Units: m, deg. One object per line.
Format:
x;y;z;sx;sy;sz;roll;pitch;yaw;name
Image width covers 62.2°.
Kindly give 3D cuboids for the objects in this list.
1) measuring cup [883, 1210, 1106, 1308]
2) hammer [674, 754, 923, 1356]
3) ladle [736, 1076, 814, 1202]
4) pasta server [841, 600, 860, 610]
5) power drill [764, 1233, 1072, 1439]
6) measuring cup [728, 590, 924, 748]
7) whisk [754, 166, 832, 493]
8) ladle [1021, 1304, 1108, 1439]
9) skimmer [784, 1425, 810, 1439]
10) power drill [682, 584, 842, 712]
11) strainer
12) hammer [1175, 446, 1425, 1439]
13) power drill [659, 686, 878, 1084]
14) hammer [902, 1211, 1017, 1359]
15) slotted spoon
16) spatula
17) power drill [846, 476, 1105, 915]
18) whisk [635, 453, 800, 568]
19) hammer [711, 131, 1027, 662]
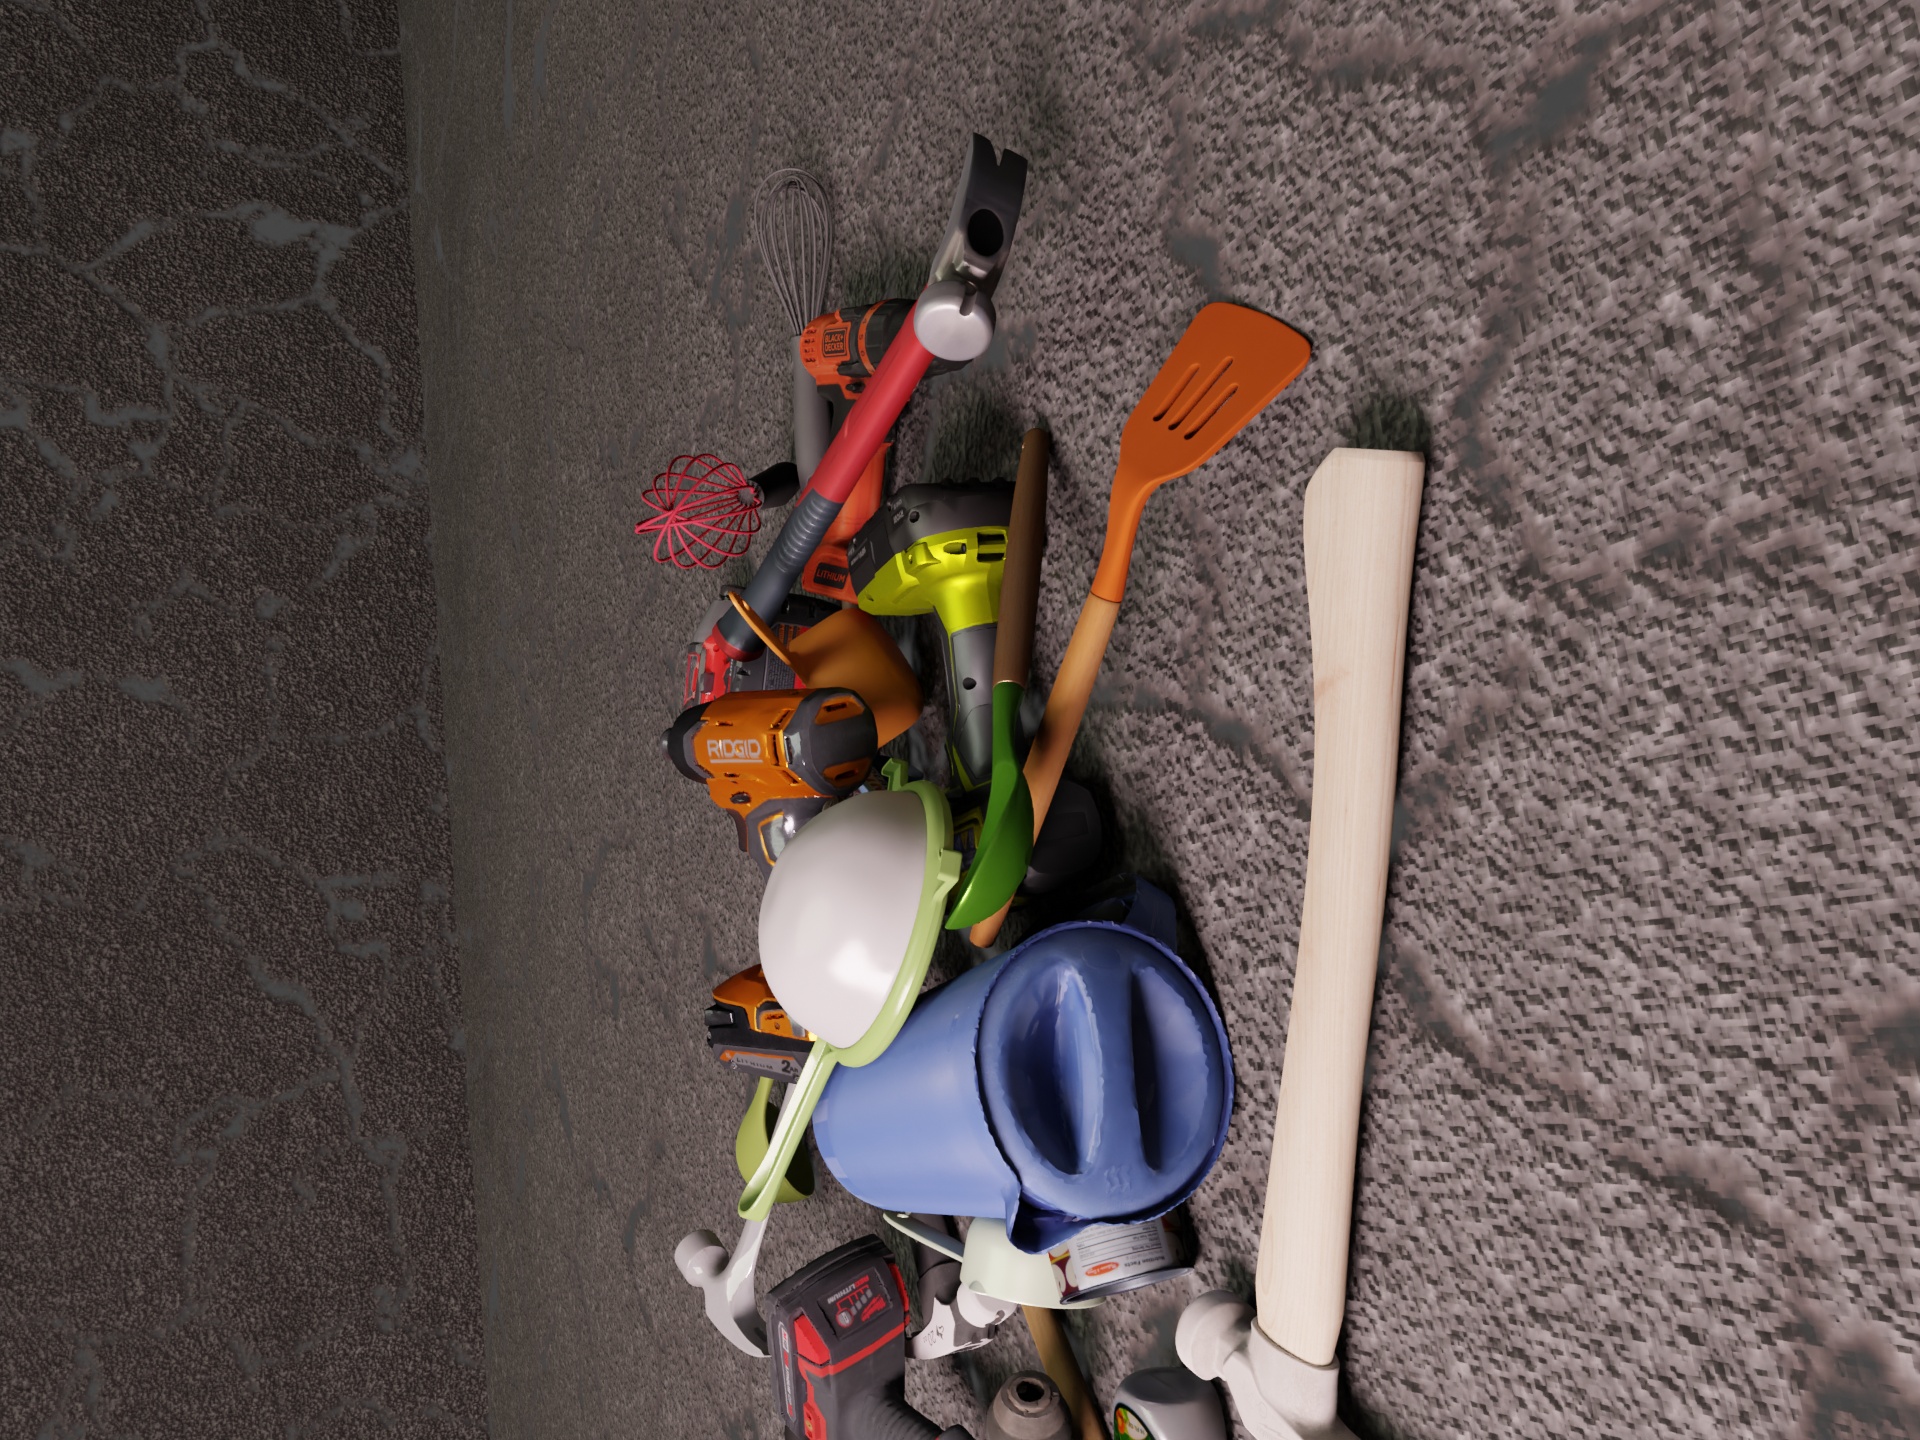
0.012;0.274;0.858;0.168;0.083;0.038;3;83;52;measuring cup
-0.097;0.221;1.043;0.144;0.035;0.405;30;106;53;hammer
-0.119;0.213;1.143;0.078;0.062;0.320;-109;26;-63;ladle
-0.079;-0.057;1.082;0.060;0.040;0.316;68;-160;-87;pasta server
-0.016;0.386;0.885;0.227;0.080;0.187;30;130;44;power drill
-0.077;-0.045;0.961;0.173;0.052;0.095;48;-168;-55;measuring cup
-0.112;-0.269;1.126;0.055;0.055;0.239;2;97;64;whisk
0.041;0.320;0.879;0.069;0.031;0.316;-58;43;37;ladle
-0.091;0.621;1.165;0.127;0.090;0.363;146;129;-63;skimmer
-0.157;-0.037;1.196;0.220;0.078;0.143;180;97;-68;power drill
-0.084;0.142;0.817;0.256;0.069;0.152;-67;19;11;strainer
0.154;0.101;0.625;0.146;0.038;0.410;19;109;60;hammer
-0.113;0.093;0.952;0.164;0.084;0.226;-1;100;43;power drill
-0.048;0.247;1.044;0.146;0.035;0.335;-59;42;47;hammer
0.026;-0.035;0.760;0.070;0.031;0.314;116;166;-49;slotted spoon
0.066;-0.033;0.731;0.081;0.041;0.322;46;123;52;spatula
-0.001;-0.003;0.888;0.190;0.080;0.229;149;114;-64;power drill
-0.146;-0.147;1.056;0.296;0.073;0.073;-59;-25;-75;whisk
-0.065;-0.156;0.915;0.386;0.038;0.143;-48;25;52;hammer
